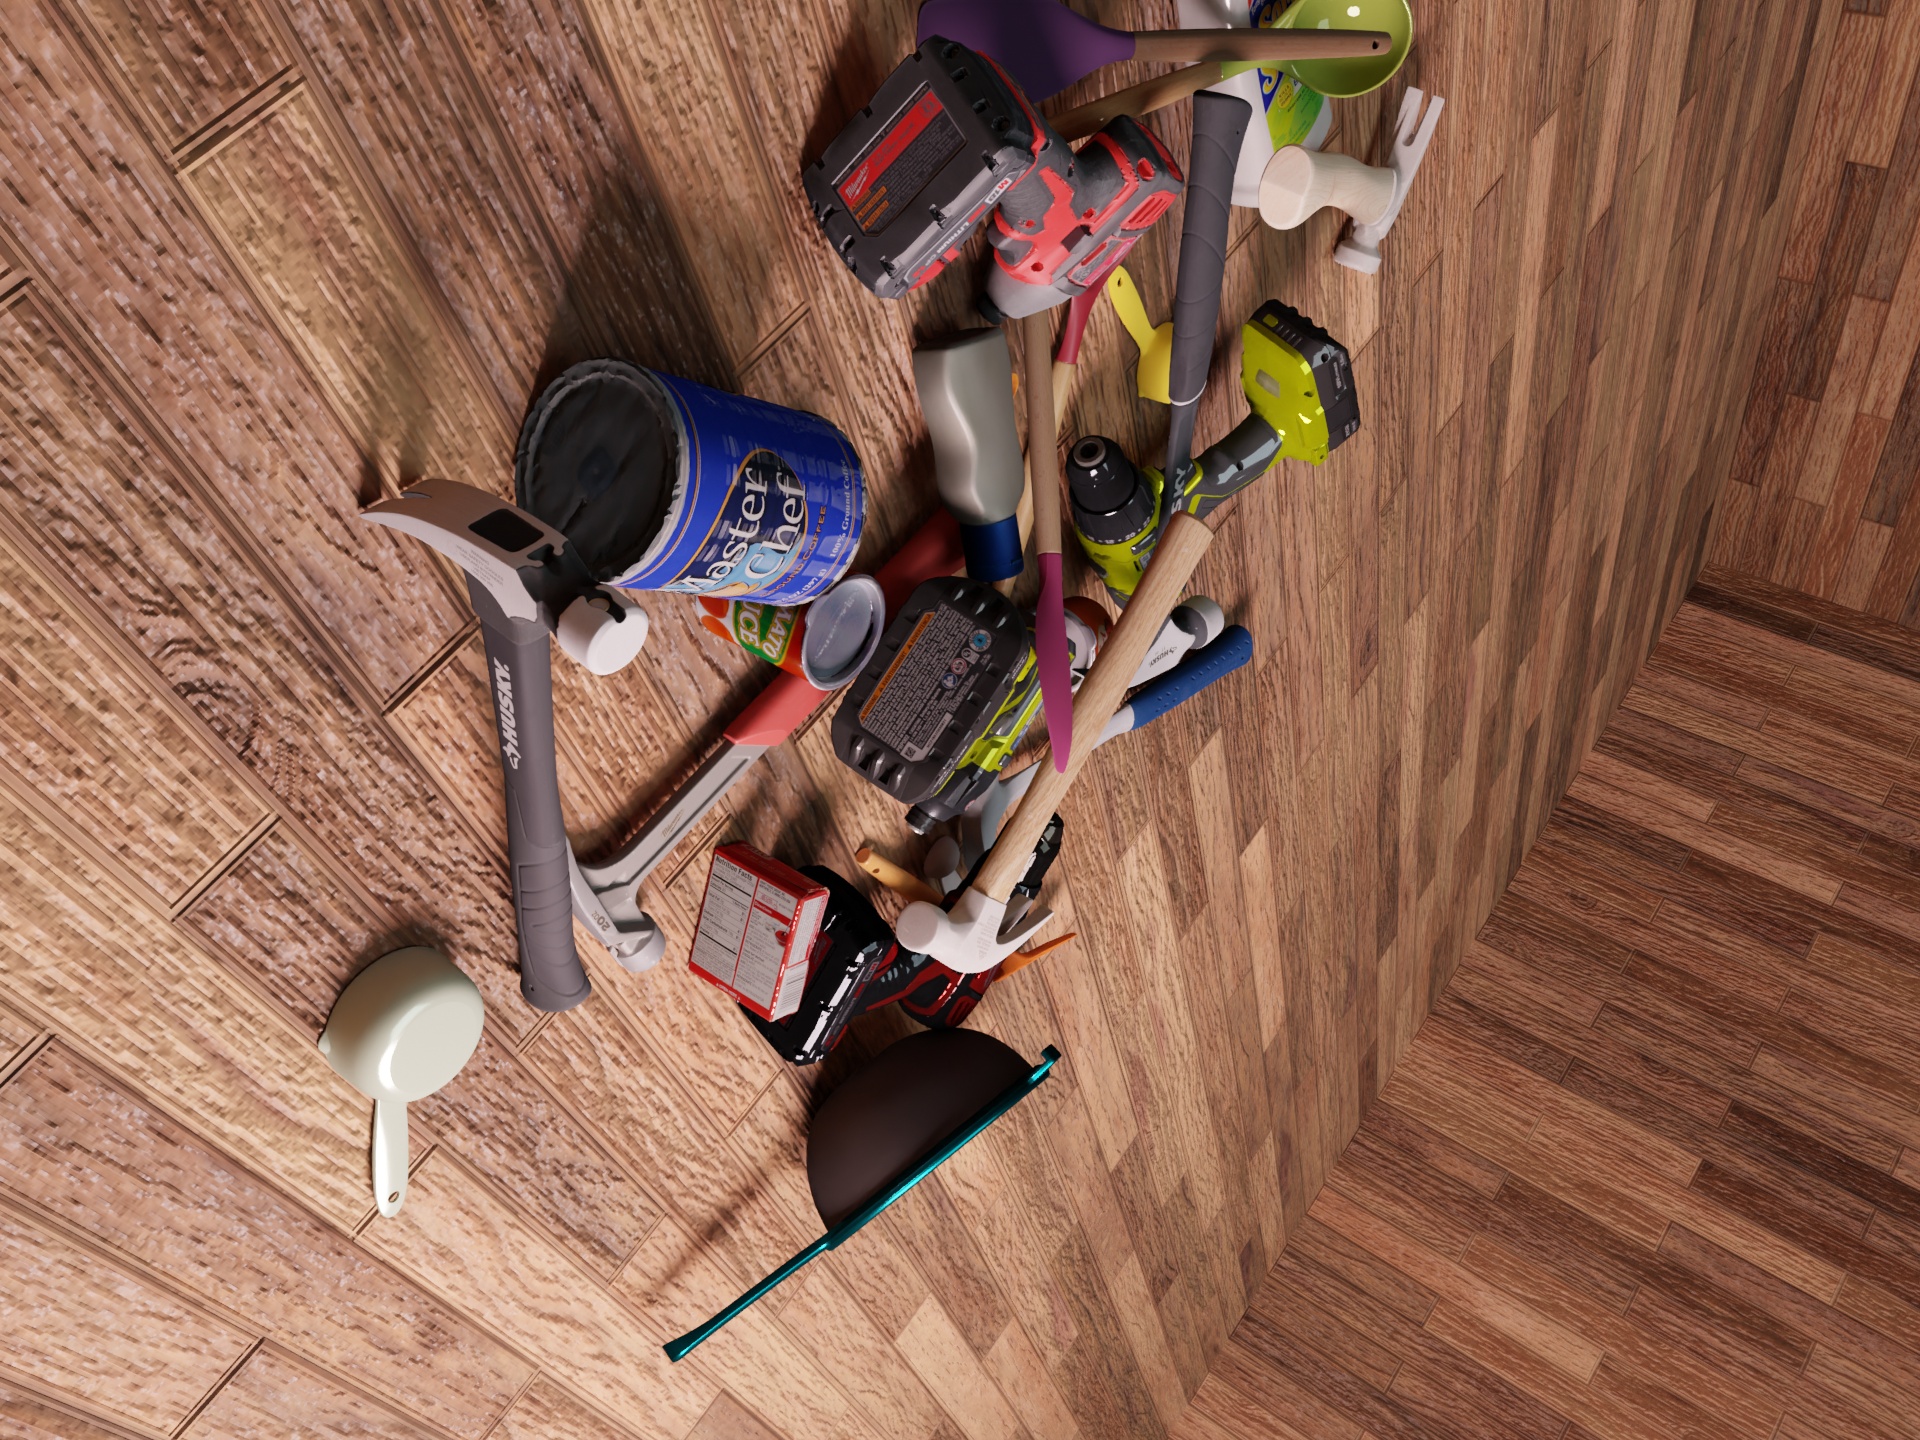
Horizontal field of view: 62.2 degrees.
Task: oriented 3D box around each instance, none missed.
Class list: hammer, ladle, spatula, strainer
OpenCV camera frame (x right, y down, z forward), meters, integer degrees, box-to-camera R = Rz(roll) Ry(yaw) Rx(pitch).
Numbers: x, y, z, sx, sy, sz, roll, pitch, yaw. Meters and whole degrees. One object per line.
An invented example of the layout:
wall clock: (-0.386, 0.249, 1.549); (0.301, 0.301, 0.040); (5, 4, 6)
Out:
hammer: (0.141, -0.197, 1.030); (0.149, 0.036, 0.408); (-34, 139, -38)
hammer: (0.282, -0.395, 1.145); (0.410, 0.038, 0.146); (-34, 147, -62)
ladle: (0.140, -0.377, 0.951); (0.320, 0.062, 0.078); (-28, 137, -22)
ladle: (0.064, -0.214, 1.063); (0.069, 0.031, 0.315); (-10, 123, -49)
hammer: (-0.208, 0.033, 0.759); (0.035, 0.146, 0.334); (-39, 153, -36)
hammer: (0.130, 0.006, 1.322); (0.405, 0.035, 0.144); (-29, 132, -46)
hammer: (-0.103, -0.020, 0.941); (0.359, 0.037, 0.149); (-48, 147, -24)
hammer: (0.075, 0.014, 1.035); (0.331, 0.031, 0.130); (-61, 148, -2)
spatula: (0.118, -0.382, 0.906); (0.316, 0.018, 0.059); (-12, 126, -23)
strainer: (-0.091, 0.326, 1.169); (0.340, 0.095, 0.211); (-32, 167, -24)
spatula: (0.003, 0.154, 1.238); (0.081, 0.041, 0.322); (-33, 144, 12)

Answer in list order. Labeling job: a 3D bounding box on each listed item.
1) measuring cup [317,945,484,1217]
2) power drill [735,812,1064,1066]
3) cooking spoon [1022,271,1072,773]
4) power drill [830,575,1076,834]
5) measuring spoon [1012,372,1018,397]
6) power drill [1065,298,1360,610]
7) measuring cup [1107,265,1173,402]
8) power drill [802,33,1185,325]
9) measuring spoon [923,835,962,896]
measuring cup: (-0.283, 0.197, 0.819); (0.083, 0.038, 0.167); (-21, 127, -50)
power drill: (-0.029, 0.140, 1.091); (0.226, 0.080, 0.188); (1, 125, -54)
cooking spoon: (0.053, -0.127, 0.974); (0.068, 0.017, 0.319); (22, 64, -75)
power drill: (-0.002, -0.003, 1.033); (0.171, 0.080, 0.223); (-57, 167, 1)
measuring spoon: (0.022, -0.175, 1.046); (0.021, 0.011, 0.116); (-33, 142, -44)
power drill: (0.177, -0.196, 1.163); (0.228, 0.080, 0.190); (-41, 148, -3)
measuring cup: (0.138, -0.275, 1.125); (0.062, 0.029, 0.156); (-61, 153, -4)
power drill: (0.022, -0.279, 0.868); (0.143, 0.079, 0.219); (-39, 166, 29)
measuring spoon: (-0.001, 0.130, 1.232); (0.034, 0.018, 0.124); (-52, 149, -20)
